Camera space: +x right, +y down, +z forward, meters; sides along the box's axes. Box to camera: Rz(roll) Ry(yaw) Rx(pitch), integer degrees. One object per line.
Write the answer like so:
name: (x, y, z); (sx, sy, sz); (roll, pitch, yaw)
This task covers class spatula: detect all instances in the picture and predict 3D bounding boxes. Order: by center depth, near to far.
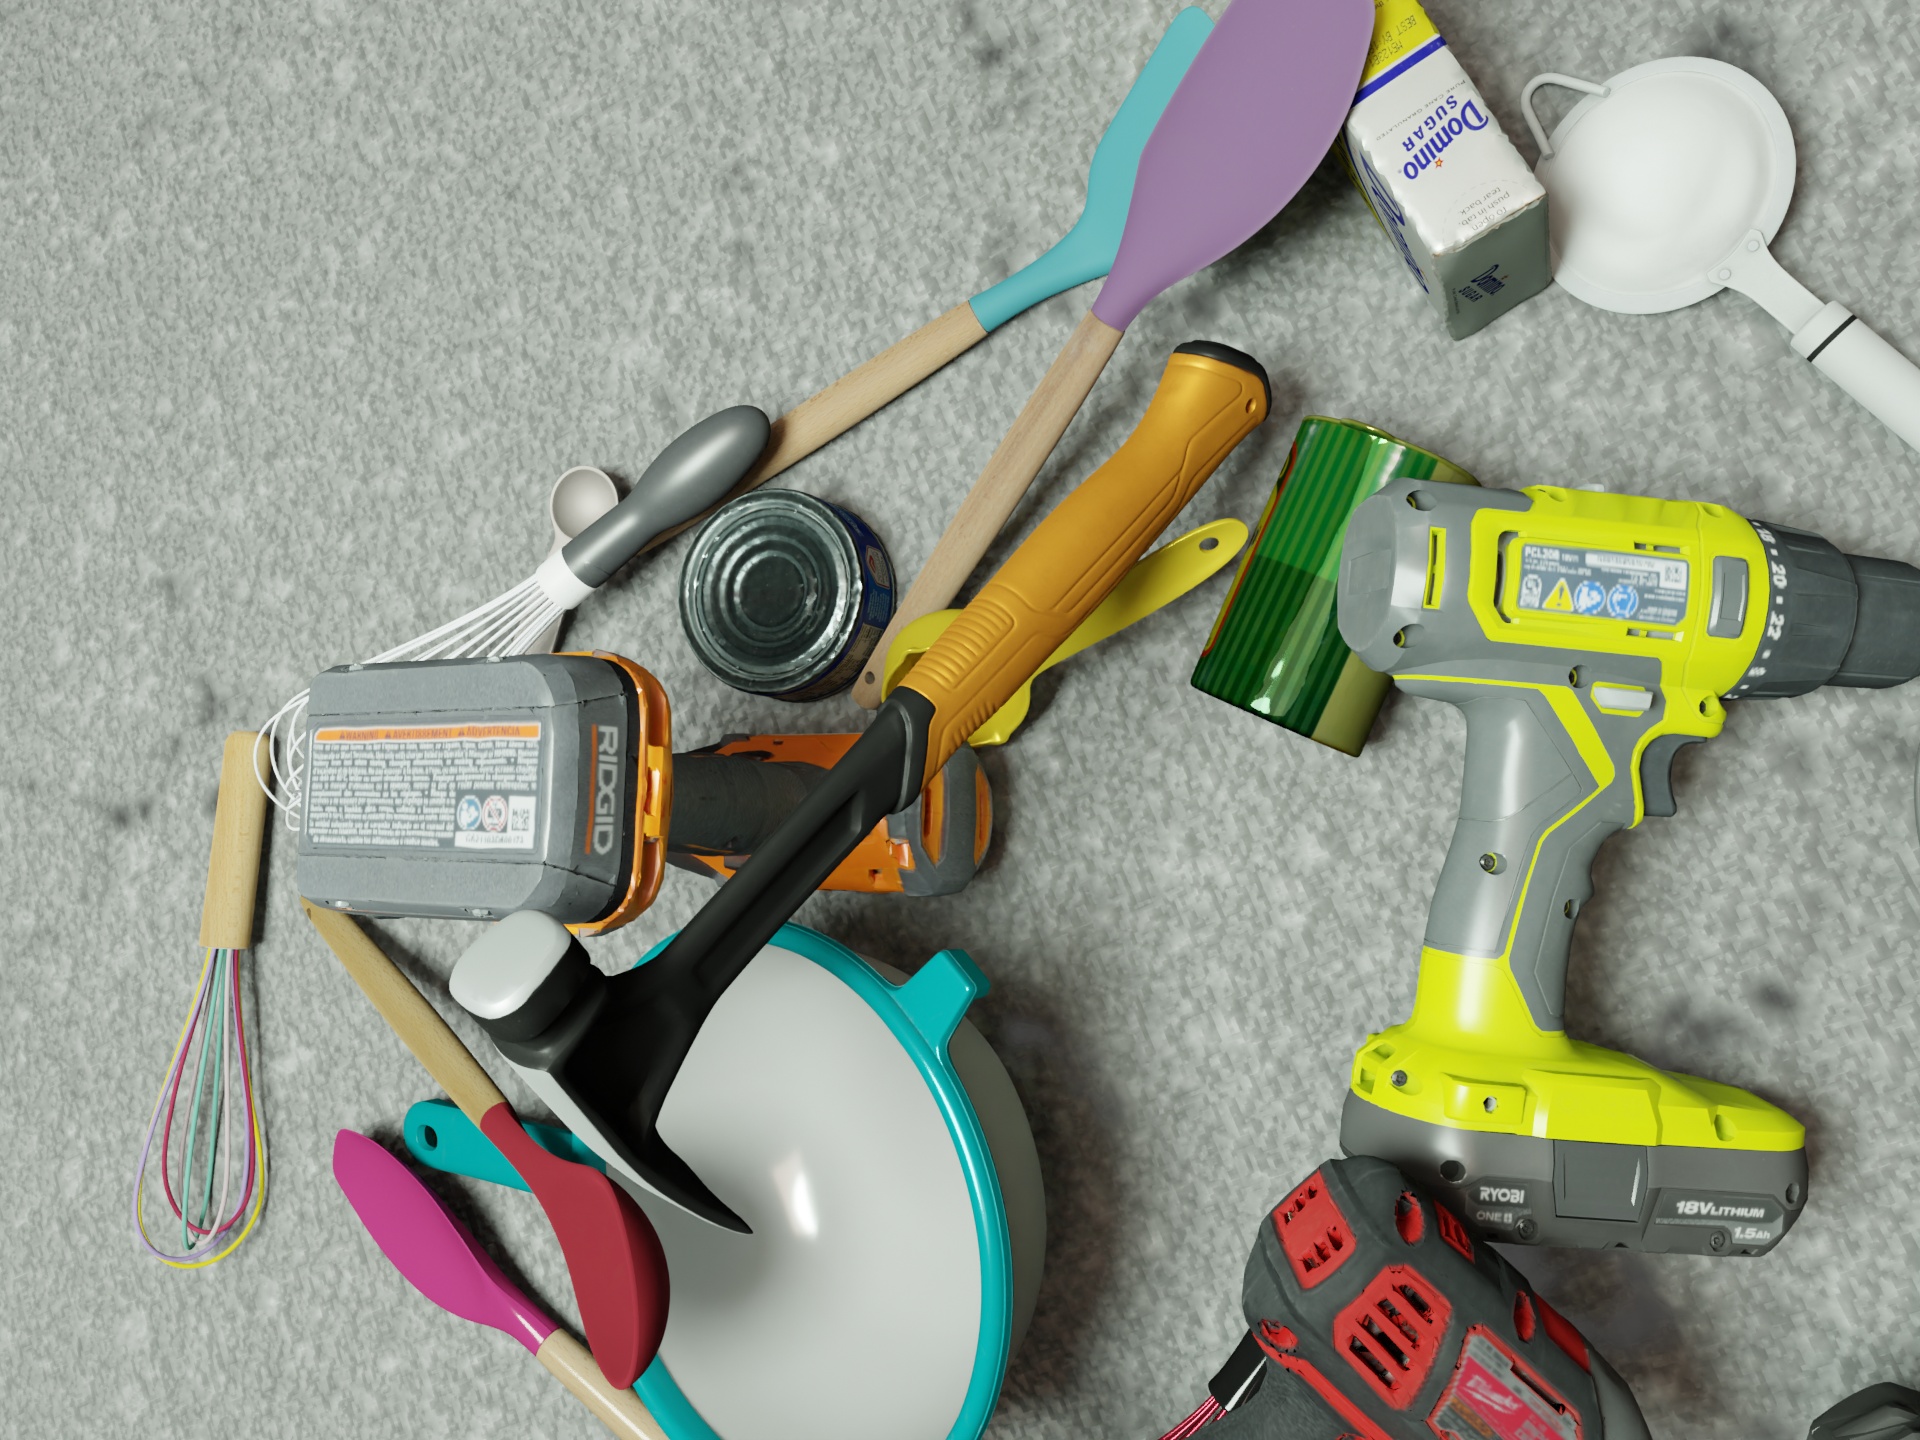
spatula: (0.041, -0.122, 0.574); (0.060, 0.018, 0.315); (46, 120, 20)
spatula: (-0.019, -0.152, 0.635); (0.317, 0.044, 0.082); (-30, 79, 17)

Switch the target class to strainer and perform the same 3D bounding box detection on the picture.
strainer: (0.281, -0.136, 0.527); (0.258, 0.050, 0.087); (47, 118, 14)
strainer: (-0.090, 0.174, 0.624); (0.340, 0.095, 0.211); (-3, 90, 41)

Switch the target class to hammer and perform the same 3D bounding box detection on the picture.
hammer: (-0.001, -0.002, 0.500); (0.034, 0.127, 0.337); (20, 58, 41)

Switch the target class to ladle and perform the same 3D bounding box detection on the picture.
ladle: (-0.199, 0.146, 0.638); (0.316, 0.031, 0.069); (32, 119, 40)

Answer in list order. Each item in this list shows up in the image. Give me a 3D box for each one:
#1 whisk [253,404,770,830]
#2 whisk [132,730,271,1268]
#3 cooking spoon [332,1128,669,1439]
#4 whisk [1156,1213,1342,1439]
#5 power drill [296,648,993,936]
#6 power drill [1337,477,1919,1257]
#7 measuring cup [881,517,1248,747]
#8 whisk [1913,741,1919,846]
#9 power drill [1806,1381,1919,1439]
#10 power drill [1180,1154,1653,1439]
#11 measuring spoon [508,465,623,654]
whisk: (-0.189, -0.040, 0.673); (0.284, 0.070, 0.070); (-36, 75, 14)
whisk: (-0.340, 0.127, 0.738); (0.047, 0.051, 0.245); (4, 83, -1)
cooking spoon: (-0.153, 0.276, 0.663); (0.319, 0.017, 0.068); (34, 126, 18)
whisk: (0.086, 0.258, 0.561); (0.073, 0.073, 0.296); (36, 93, 19)
power drill: (-0.112, 0.029, 0.557); (0.164, 0.226, 0.084); (-1, 84, 31)
power drill: (0.212, 0.042, 0.502); (0.190, 0.080, 0.228); (6, 90, -6)
measuring cup: (0.037, -0.040, 0.593); (0.156, 0.062, 0.029); (-30, 38, 24)
whisk: (0.312, 0.099, 0.480); (0.055, 0.055, 0.239); (2, 100, 20)
power drill: (0.265, 0.309, 0.426); (0.171, 0.080, 0.223); (18, 94, 8)
power drill: (0.091, 0.242, 0.450); (0.143, 0.078, 0.219); (42, 97, -8)
measuring spoon: (-0.178, -0.053, 0.704); (0.034, 0.018, 0.124); (27, 102, 17)
